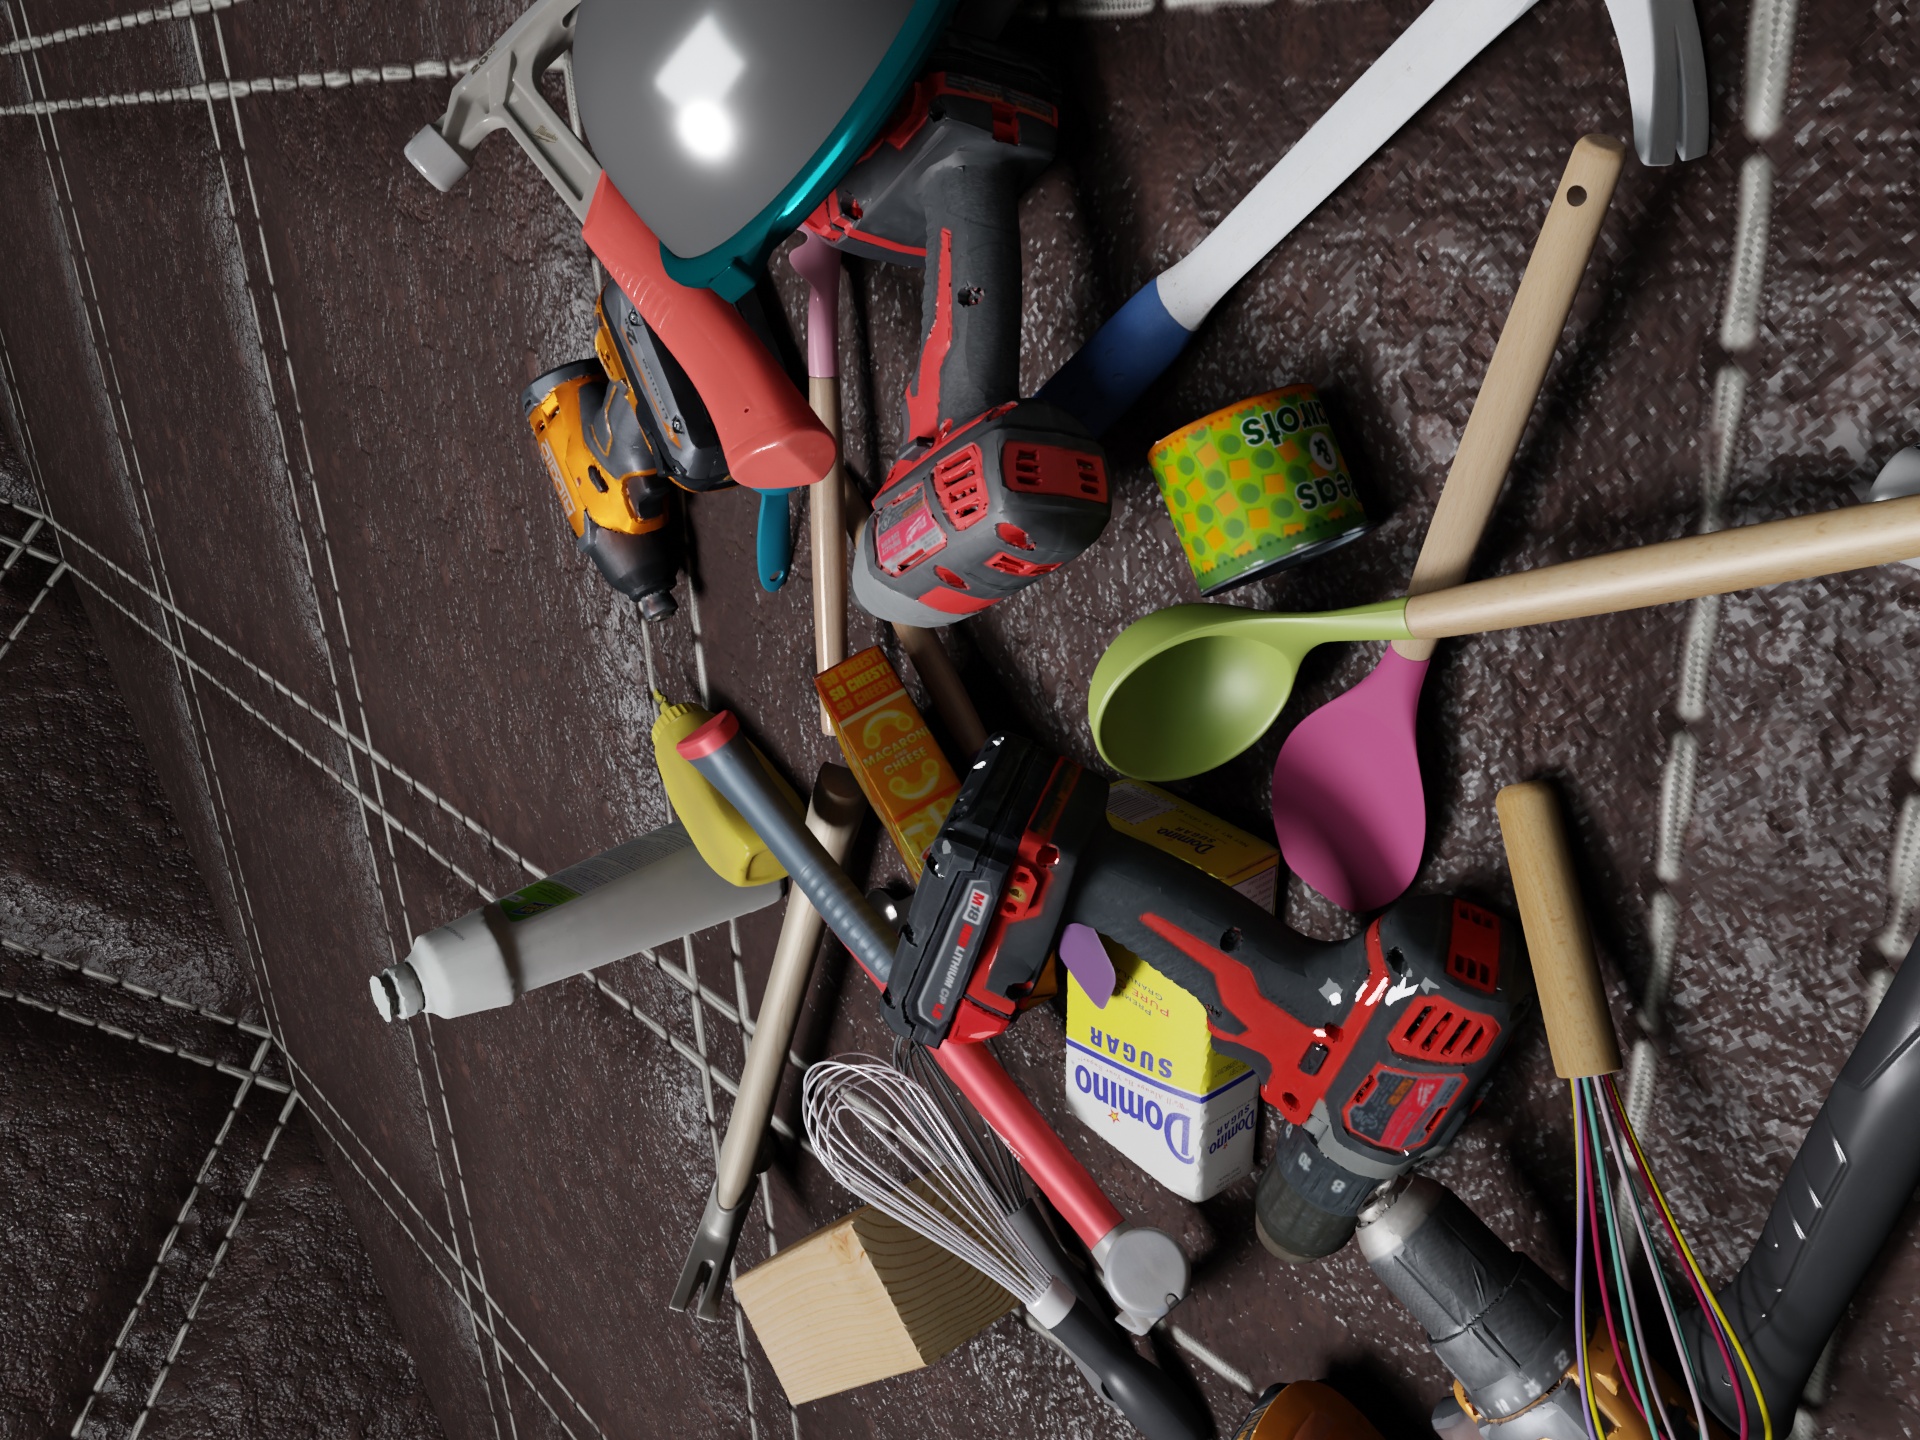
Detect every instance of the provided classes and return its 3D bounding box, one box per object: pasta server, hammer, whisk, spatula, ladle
[{"bbox_3d":[-0.075,-0.144,0.793,0.040,0.060,0.316,2,108,6],"label":"pasta server"},{"bbox_3d":[0.286,0.098,0.464,0.146,0.035,0.334,35,132,39],"label":"hammer"},{"bbox_3d":[-0.153,-0.240,0.777,0.149,0.036,0.359,-42,58,6],"label":"hammer"},{"bbox_3d":[-0.116,0.198,0.982,0.038,0.146,0.410,17,125,-1],"label":"hammer"},{"bbox_3d":[-0.022,0.146,0.820,0.387,0.038,0.143,48,167,21],"label":"hammer"},{"bbox_3d":[0.221,0.140,0.536,0.047,0.051,0.245,-22,74,50],"label":"whisk"},{"bbox_3d":[0.033,0.269,0.875,0.239,0.055,0.055,60,144,6],"label":"whisk"},{"bbox_3d":[-0.001,-0.002,0.767,0.059,0.018,0.316,101,146,-58],"label":"spatula"},{"bbox_3d":[0.024,0.280,0.828,0.284,0.070,0.070,44,141,1],"label":"whisk"},{"bbox_3d":[0.164,-0.025,0.493,0.320,0.078,0.062,-10,67,50],"label":"ladle"},{"bbox_3d":[0.090,-0.158,0.597,0.405,0.035,0.144,-38,75,53],"label":"hammer"}]

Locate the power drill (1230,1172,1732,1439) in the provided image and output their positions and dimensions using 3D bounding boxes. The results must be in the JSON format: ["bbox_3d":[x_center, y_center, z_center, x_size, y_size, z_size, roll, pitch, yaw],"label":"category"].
[{"bbox_3d":[0.185,0.287,0.630,0.185,0.084,0.226,47,137,10],"label":"power drill"}]

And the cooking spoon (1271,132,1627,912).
[{"bbox_3d":[0.162,-0.044,0.544,0.069,0.017,0.318,38,142,28],"label":"cooking spoon"}]

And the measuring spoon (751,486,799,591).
[{"bbox_3d":[-0.096,-0.107,0.861,0.021,0.042,0.128,51,154,25],"label":"measuring spoon"}]

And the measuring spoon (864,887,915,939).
[{"bbox_3d":[-0.012,0.101,0.879,0.124,0.018,0.034,-20,83,48],"label":"measuring spoon"}]

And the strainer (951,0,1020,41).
[{"bbox_3d":[0.027,-0.302,0.610,0.258,0.050,0.087,-42,57,56],"label":"strainer"}]

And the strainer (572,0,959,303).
[{"bbox_3d":[-0.110,-0.308,0.665,0.211,0.095,0.341,-55,33,9],"label":"strainer"}]

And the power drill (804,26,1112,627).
[{"bbox_3d":[-0.010,-0.148,0.639,0.143,0.078,0.220,-26,66,55],"label":"power drill"}]

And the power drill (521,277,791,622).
[{"bbox_3d":[-0.173,-0.154,0.911,0.226,0.084,0.164,-22,90,58],"label":"power drill"}]

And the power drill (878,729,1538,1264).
[{"bbox_3d":[0.088,0.119,0.630,0.227,0.080,0.187,22,127,6],"label":"power drill"}]
